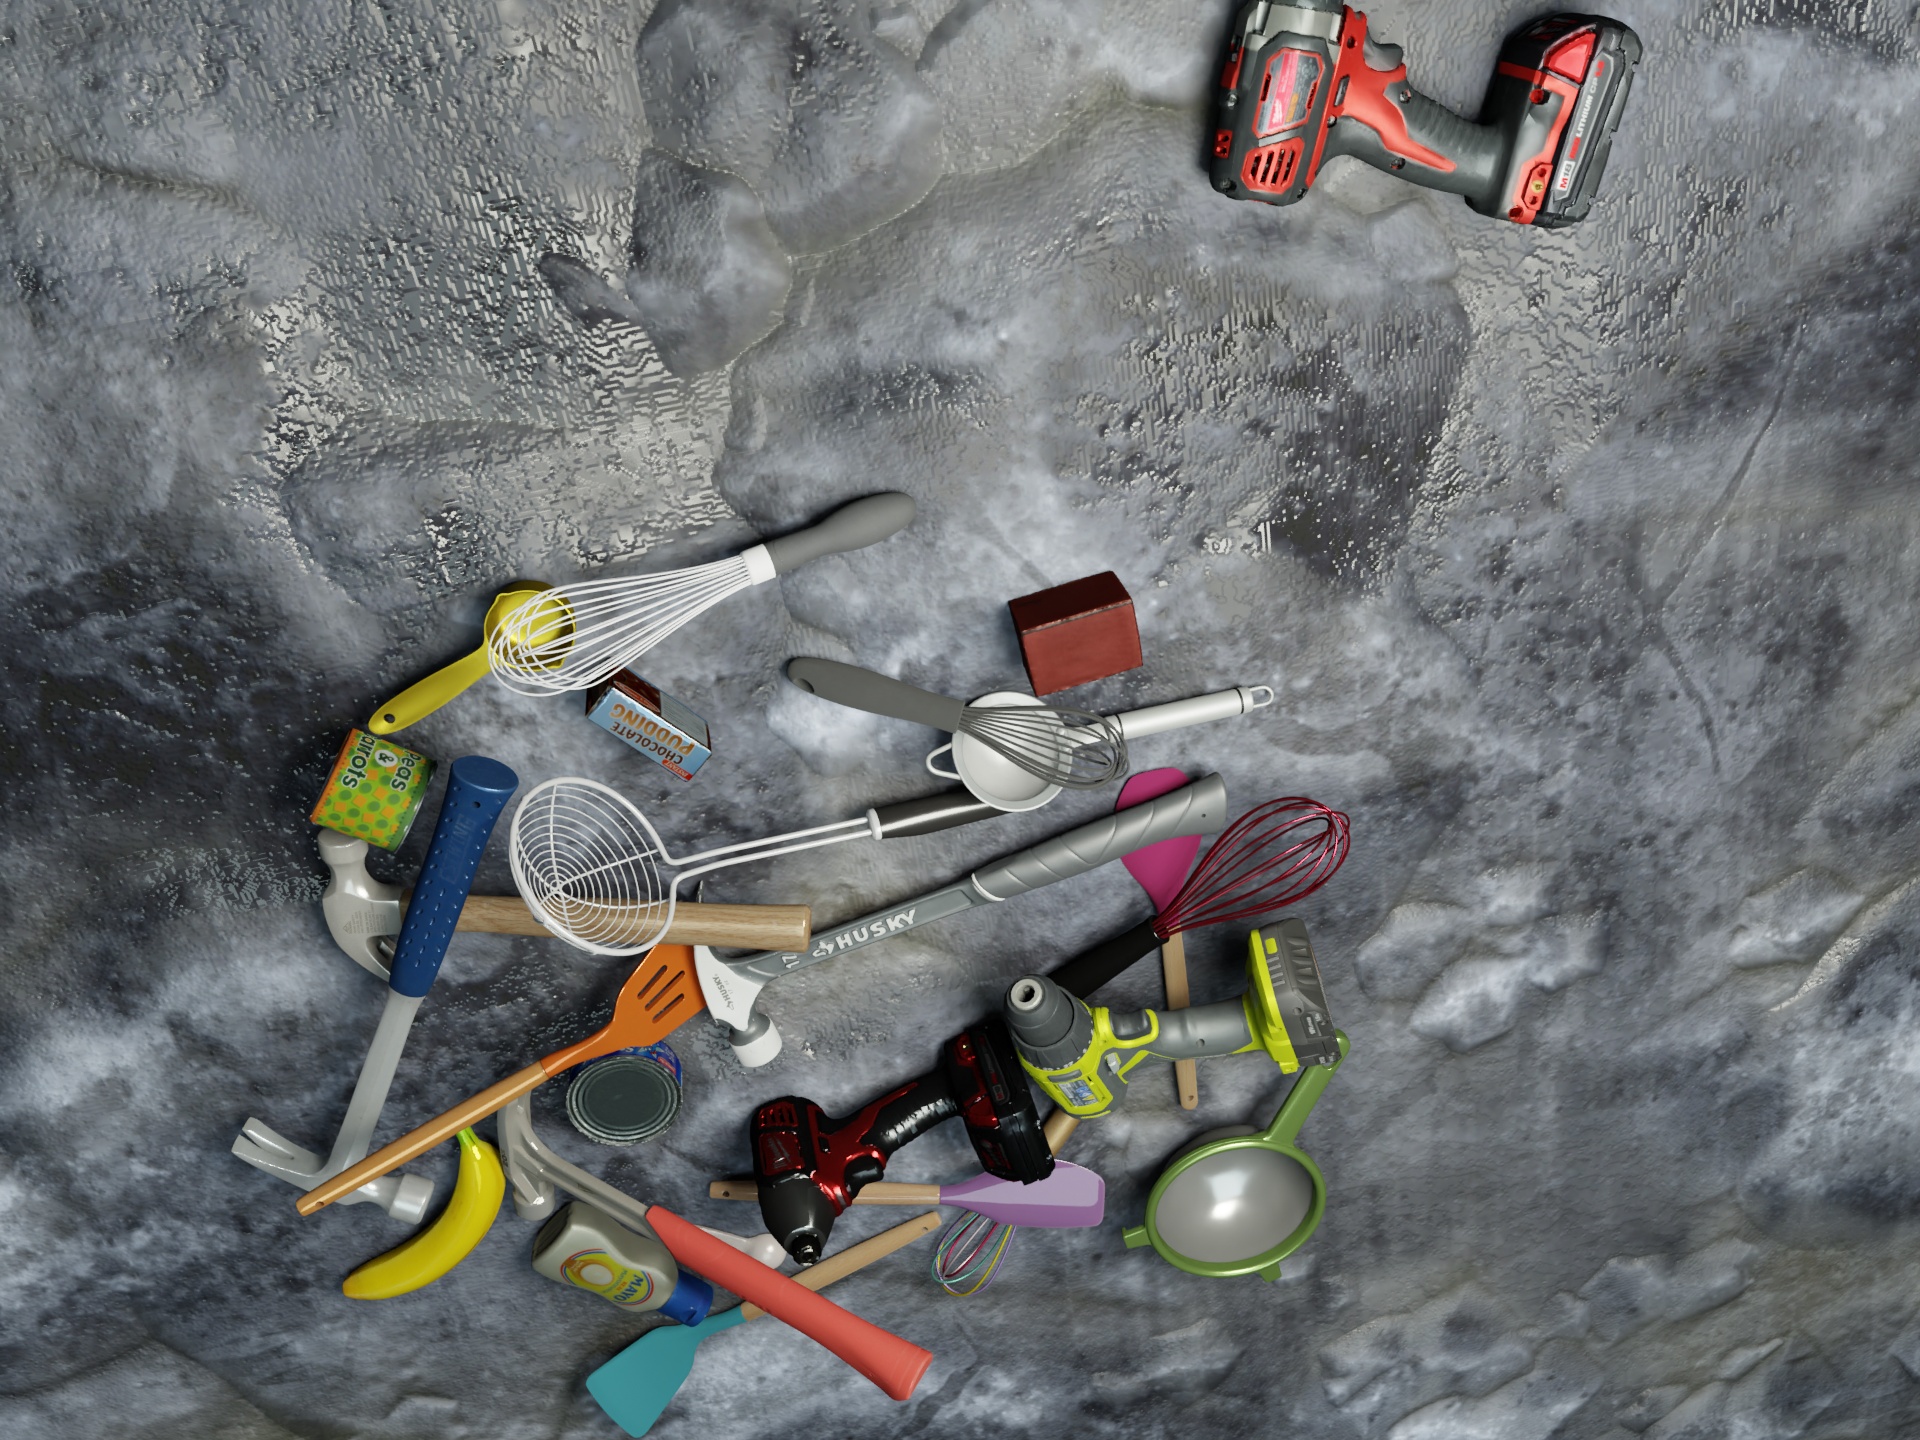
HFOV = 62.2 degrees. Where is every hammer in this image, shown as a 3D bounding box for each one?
[{"bbox_3d":[-0.001,0.122,1.150,0.409,0.036,0.149,-21,116,3],"label":"hammer"},{"bbox_3d":[-0.388,0.190,1.091,0.144,0.035,0.405,21,118,-12],"label":"hammer"},{"bbox_3d":[-0.183,0.379,1.146,0.359,0.037,0.149,22,130,19],"label":"hammer"},{"bbox_3d":[-0.270,0.139,1.100,0.331,0.031,0.130,3,121,-1],"label":"hammer"}]

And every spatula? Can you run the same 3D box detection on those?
[{"bbox_3d":[-0.317,0.254,1.125,0.322,0.041,0.081,-29,125,-10],"label":"spatula"},{"bbox_3d":[-0.042,0.377,1.273,0.316,0.018,0.059,1,100,0],"label":"spatula"},{"bbox_3d":[-0.156,0.491,1.324,0.317,0.044,0.082,-28,115,4],"label":"spatula"}]

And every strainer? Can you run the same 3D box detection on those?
[{"bbox_3d":[0.241,0.339,1.297,0.151,0.069,0.256,18,112,-16],"label":"strainer"},{"bbox_3d":[0.099,0.009,1.115,0.258,0.050,0.087,-12,76,-9],"label":"strainer"}]

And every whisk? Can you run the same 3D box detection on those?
[{"bbox_3d":[-0.002,-0.003,1.060,0.239,0.055,0.055,16,115,2],"label":"whisk"},{"bbox_3d":[-0.156,-0.085,0.994,0.284,0.070,0.070,-23,120,-12],"label":"whisk"},{"bbox_3d":[0.160,0.143,1.167,0.296,0.073,0.073,-37,118,27],"label":"whisk"},{"bbox_3d":[0.046,0.374,1.301,0.051,0.047,0.245,27,106,-20],"label":"whisk"}]

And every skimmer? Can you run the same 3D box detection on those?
[{"bbox_3d":[-0.113,0.071,1.064,0.363,0.127,0.090,-11,154,-15],"label":"skimmer"}]

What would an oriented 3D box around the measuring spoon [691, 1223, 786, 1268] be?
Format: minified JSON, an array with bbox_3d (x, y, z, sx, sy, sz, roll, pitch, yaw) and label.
[{"bbox_3d":[-0.201,0.428,1.297,0.124,0.018,0.034,18,114,-17],"label":"measuring spoon"}]

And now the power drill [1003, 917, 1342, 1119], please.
[{"bbox_3d":[0.150,0.217,1.163,0.228,0.080,0.190,-15,144,11],"label":"power drill"}]

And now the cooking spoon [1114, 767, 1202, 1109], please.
[{"bbox_3d":[0.164,0.176,1.226,0.068,0.017,0.318,-11,118,-3],"label":"cooking spoon"}]

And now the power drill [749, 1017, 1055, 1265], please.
[{"bbox_3d":[-0.049,0.321,1.197,0.219,0.143,0.078,-20,122,-2],"label":"power drill"}]

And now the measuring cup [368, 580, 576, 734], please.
[{"bbox_3d":[-0.316,-0.038,1.026,0.156,0.029,0.062,-30,119,9],"label":"measuring cup"}]

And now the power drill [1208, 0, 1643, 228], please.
[{"bbox_3d":[0.265,-0.384,0.916,0.226,0.080,0.187,5,116,-9],"label":"power drill"}]
